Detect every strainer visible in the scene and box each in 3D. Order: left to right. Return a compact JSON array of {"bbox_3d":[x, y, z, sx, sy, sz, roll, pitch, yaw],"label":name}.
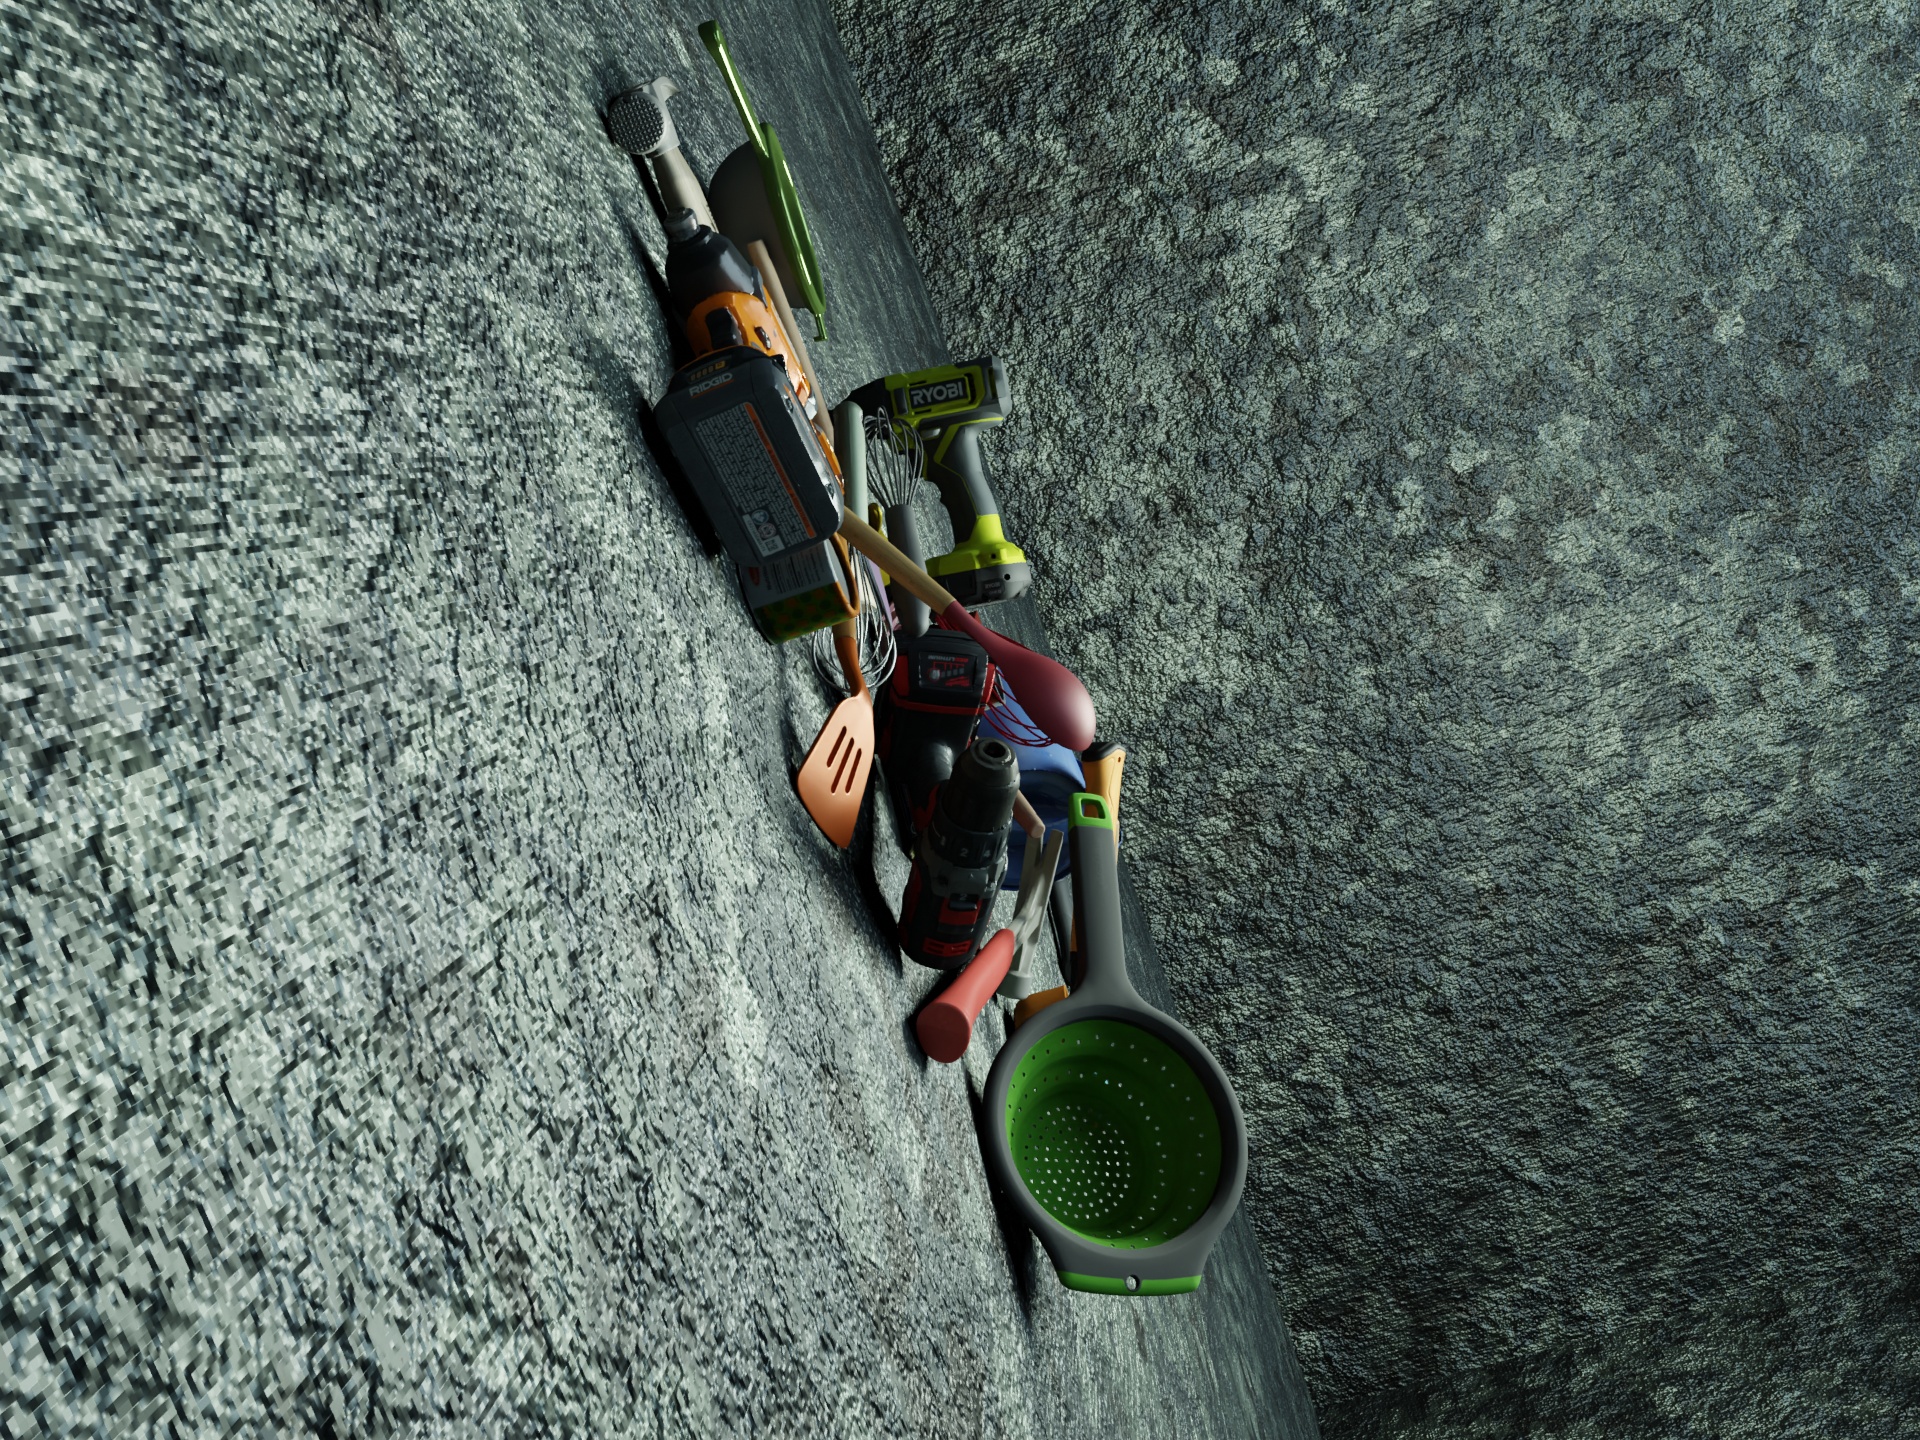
[{"bbox_3d":[-0.170,-0.410,1.203,0.256,0.069,0.152,66,9,-58],"label":"strainer"}]

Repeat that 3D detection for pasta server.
[{"bbox_3d":[-0.002,-0.004,1.269,0.060,0.040,0.317,51,0,-40],"label":"pasta server"}]

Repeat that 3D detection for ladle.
[{"bbox_3d":[-0.027,-0.092,1.081,0.315,0.031,0.069,40,32,9],"label":"ladle"}]

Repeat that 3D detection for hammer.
[{"bbox_3d":[-0.149,-0.262,1.171,0.146,0.038,0.410,-95,165,-63],"label":"hammer"},{"bbox_3d":[0.026,0.175,1.203,0.359,0.037,0.149,-19,121,-78],"label":"hammer"},{"bbox_3d":[0.105,0.146,1.951,0.149,0.036,0.409,63,12,-50],"label":"hammer"},{"bbox_3d":[0.110,0.185,1.328,0.127,0.034,0.337,20,72,-50],"label":"hammer"}]

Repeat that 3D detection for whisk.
[{"bbox_3d":[-0.080,-0.129,1.150,0.057,0.059,0.247,104,-15,-62],"label":"whisk"},{"bbox_3d":[-0.047,-0.150,1.189,0.055,0.055,0.239,62,14,-49],"label":"whisk"},{"bbox_3d":[-0.004,-0.079,1.356,0.296,0.073,0.073,47,-4,28],"label":"whisk"}]

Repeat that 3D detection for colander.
[{"bbox_3d":[0.100,0.248,1.233,0.094,0.204,0.397,119,-26,-55],"label":"colander"}]

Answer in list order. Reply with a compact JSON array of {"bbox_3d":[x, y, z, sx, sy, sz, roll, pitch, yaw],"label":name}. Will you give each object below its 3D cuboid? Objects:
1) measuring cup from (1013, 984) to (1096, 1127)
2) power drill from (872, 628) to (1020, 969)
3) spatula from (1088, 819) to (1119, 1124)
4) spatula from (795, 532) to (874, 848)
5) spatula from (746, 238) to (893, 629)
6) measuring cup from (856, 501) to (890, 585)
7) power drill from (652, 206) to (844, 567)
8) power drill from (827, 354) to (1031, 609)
[{"bbox_3d":[0.086,0.313,1.410,0.095,0.052,0.173,-98,175,-56],"label":"measuring cup"},{"bbox_3d":[-0.007,0.032,1.090,0.227,0.080,0.187,-98,-162,-47],"label":"power drill"},{"bbox_3d":[0.126,0.232,1.439,0.044,0.082,0.317,-17,119,-46],"label":"spatula"},{"bbox_3d":[-0.088,-0.067,1.068,0.080,0.041,0.323,60,17,-50],"label":"spatula"},{"bbox_3d":[-0.104,-0.216,1.235,0.060,0.018,0.315,-113,-176,-71],"label":"spatula"},{"bbox_3d":[-0.067,-0.152,1.306,0.062,0.029,0.156,64,-14,7],"label":"measuring cup"},{"bbox_3d":[-0.139,-0.214,0.984,0.227,0.084,0.164,-105,172,-53],"label":"power drill"},{"bbox_3d":[-0.026,-0.211,1.470,0.080,0.171,0.223,-16,96,-82],"label":"power drill"}]
